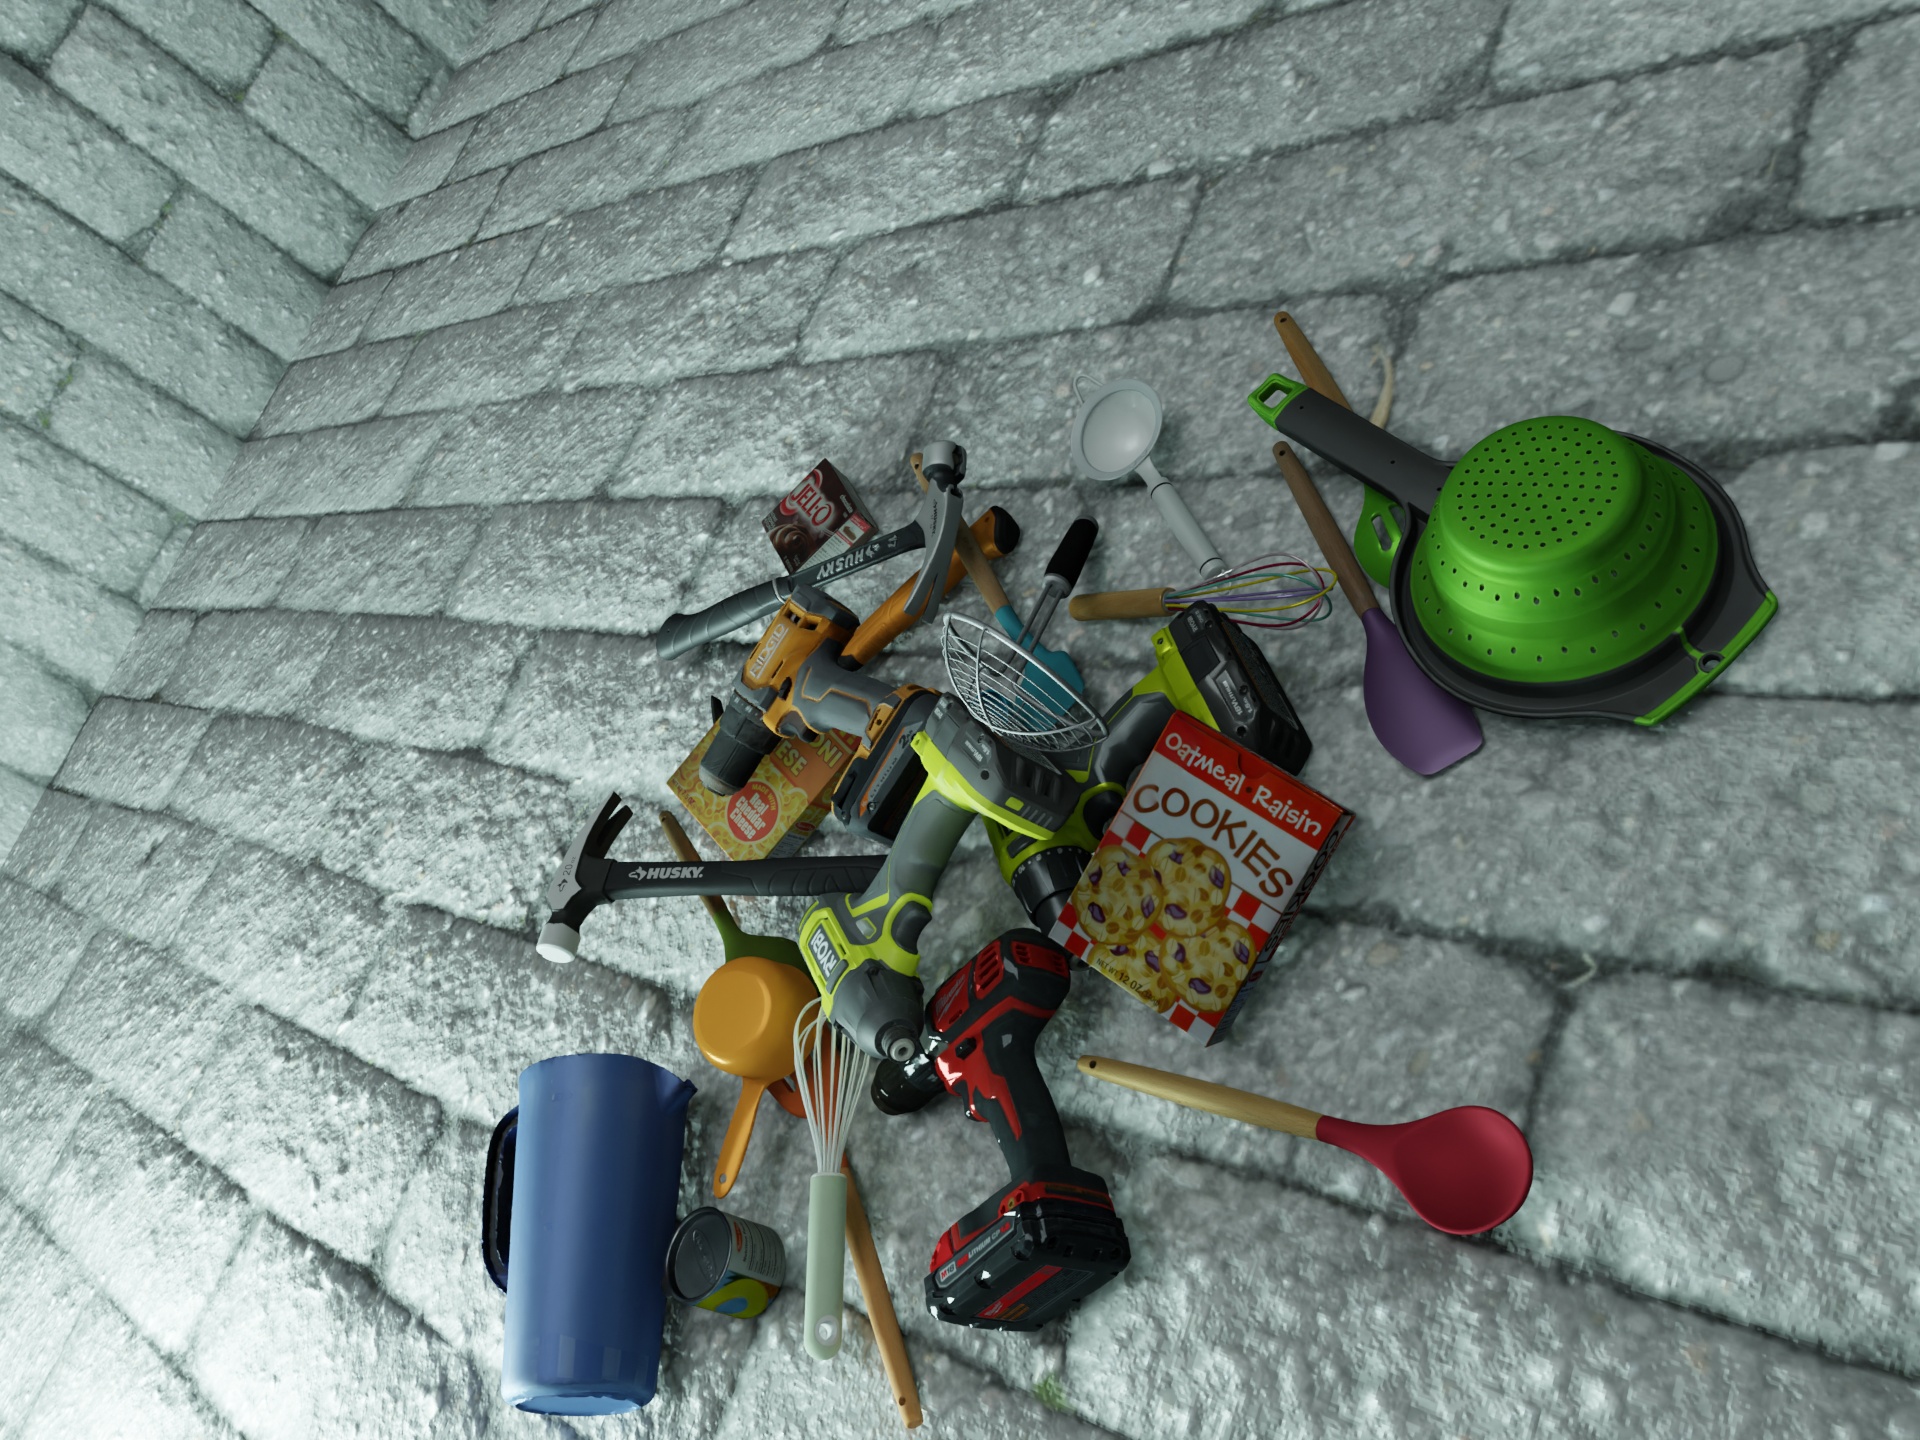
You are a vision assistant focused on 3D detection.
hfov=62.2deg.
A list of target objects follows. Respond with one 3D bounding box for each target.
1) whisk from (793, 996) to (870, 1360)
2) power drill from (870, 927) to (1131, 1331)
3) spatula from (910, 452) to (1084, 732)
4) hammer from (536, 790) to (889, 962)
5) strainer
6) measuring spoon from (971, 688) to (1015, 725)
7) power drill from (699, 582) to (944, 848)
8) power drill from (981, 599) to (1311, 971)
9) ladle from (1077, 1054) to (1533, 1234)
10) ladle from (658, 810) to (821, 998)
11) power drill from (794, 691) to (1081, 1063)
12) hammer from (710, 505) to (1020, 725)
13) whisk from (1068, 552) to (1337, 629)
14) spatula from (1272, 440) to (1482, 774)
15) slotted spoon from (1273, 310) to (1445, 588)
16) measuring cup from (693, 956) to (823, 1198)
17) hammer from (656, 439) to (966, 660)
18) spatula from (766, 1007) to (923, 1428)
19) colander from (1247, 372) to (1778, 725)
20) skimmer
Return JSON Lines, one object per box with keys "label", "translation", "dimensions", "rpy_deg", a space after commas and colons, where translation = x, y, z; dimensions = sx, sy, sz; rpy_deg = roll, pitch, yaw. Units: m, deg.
{"label": "whisk", "translation": [-0.090, 0.303, 1.082], "dimensions": [0.059, 0.057, 0.247], "rpy_deg": [133, 142, -56]}
{"label": "power drill", "translation": [0.012, 0.268, 1.018], "dimensions": [0.188, 0.080, 0.227], "rpy_deg": [-47, 37, 33]}
{"label": "spatula", "translation": [0.018, -0.109, 1.276], "dimensions": [0.082, 0.044, 0.318], "rpy_deg": [-46, 53, 27]}
{"label": "hammer", "translation": [-0.174, 0.120, 1.261], "dimensions": [0.335, 0.035, 0.146], "rpy_deg": [-4, 53, 21]}
{"label": "strainer", "translation": [0.152, -0.182, 1.234], "dimensions": [0.087, 0.050, 0.259], "rpy_deg": [-43, 48, 21]}
{"label": "measuring spoon", "translation": [-0.002, -0.004, 1.233], "dimensions": [0.129, 0.021, 0.042], "rpy_deg": [4, 86, 47]}
{"label": "power drill", "translation": [-0.104, 0.016, 1.233], "dimensions": [0.226, 0.084, 0.185], "rpy_deg": [37, 96, 40]}
{"label": "power drill", "translation": [0.117, 0.044, 1.084], "dimensions": [0.228, 0.080, 0.191], "rpy_deg": [-38, 48, 21]}
{"label": "ladle", "translation": [0.188, 0.232, 0.927], "dimensions": [0.315, 0.031, 0.069], "rpy_deg": [4, 64, 46]}
{"label": "ladle", "translation": [-0.198, 0.157, 1.334], "dimensions": [0.078, 0.062, 0.320], "rpy_deg": [-51, 34, 4]}
{"label": "power drill", "translation": [-0.020, 0.108, 1.061], "dimensions": [0.223, 0.080, 0.171], "rpy_deg": [-59, 28, 9]}
{"label": "hammer", "translation": [-0.085, -0.071, 1.380], "dimensions": [0.337, 0.034, 0.127], "rpy_deg": [-40, 44, 15]}
{"label": "whisk", "translation": [0.170, -0.088, 1.148], "dimensions": [0.245, 0.051, 0.047], "rpy_deg": [0, 64, 50]}
{"label": "spatula", "translation": [0.267, -0.087, 1.077], "dimensions": [0.060, 0.018, 0.316], "rpy_deg": [-32, 46, 19]}
{"label": "slotted spoon", "translation": [0.278, -0.206, 1.142], "dimensions": [0.070, 0.031, 0.314], "rpy_deg": [-25, 45, 12]}
{"label": "measuring cup", "translation": [-0.163, 0.255, 1.149], "dimensions": [0.095, 0.052, 0.174], "rpy_deg": [5, 72, 32]}
{"label": "hammer", "translation": [-0.145, -0.114, 1.404], "dimensions": [0.409, 0.036, 0.149], "rpy_deg": [-17, 60, 44]}
{"label": "spatula", "translation": [-0.083, 0.332, 1.100], "dimensions": [0.081, 0.041, 0.323], "rpy_deg": [-40, 44, 14]}
{"label": "colander", "translation": [0.304, -0.153, 0.990], "dimensions": [0.204, 0.094, 0.398], "rpy_deg": [-43, 48, -1]}
{"label": "skimmer", "translation": [0.072, -0.088, 1.109], "dimensions": [0.090, 0.127, 0.363], "rpy_deg": [-49, 7, 32]}
